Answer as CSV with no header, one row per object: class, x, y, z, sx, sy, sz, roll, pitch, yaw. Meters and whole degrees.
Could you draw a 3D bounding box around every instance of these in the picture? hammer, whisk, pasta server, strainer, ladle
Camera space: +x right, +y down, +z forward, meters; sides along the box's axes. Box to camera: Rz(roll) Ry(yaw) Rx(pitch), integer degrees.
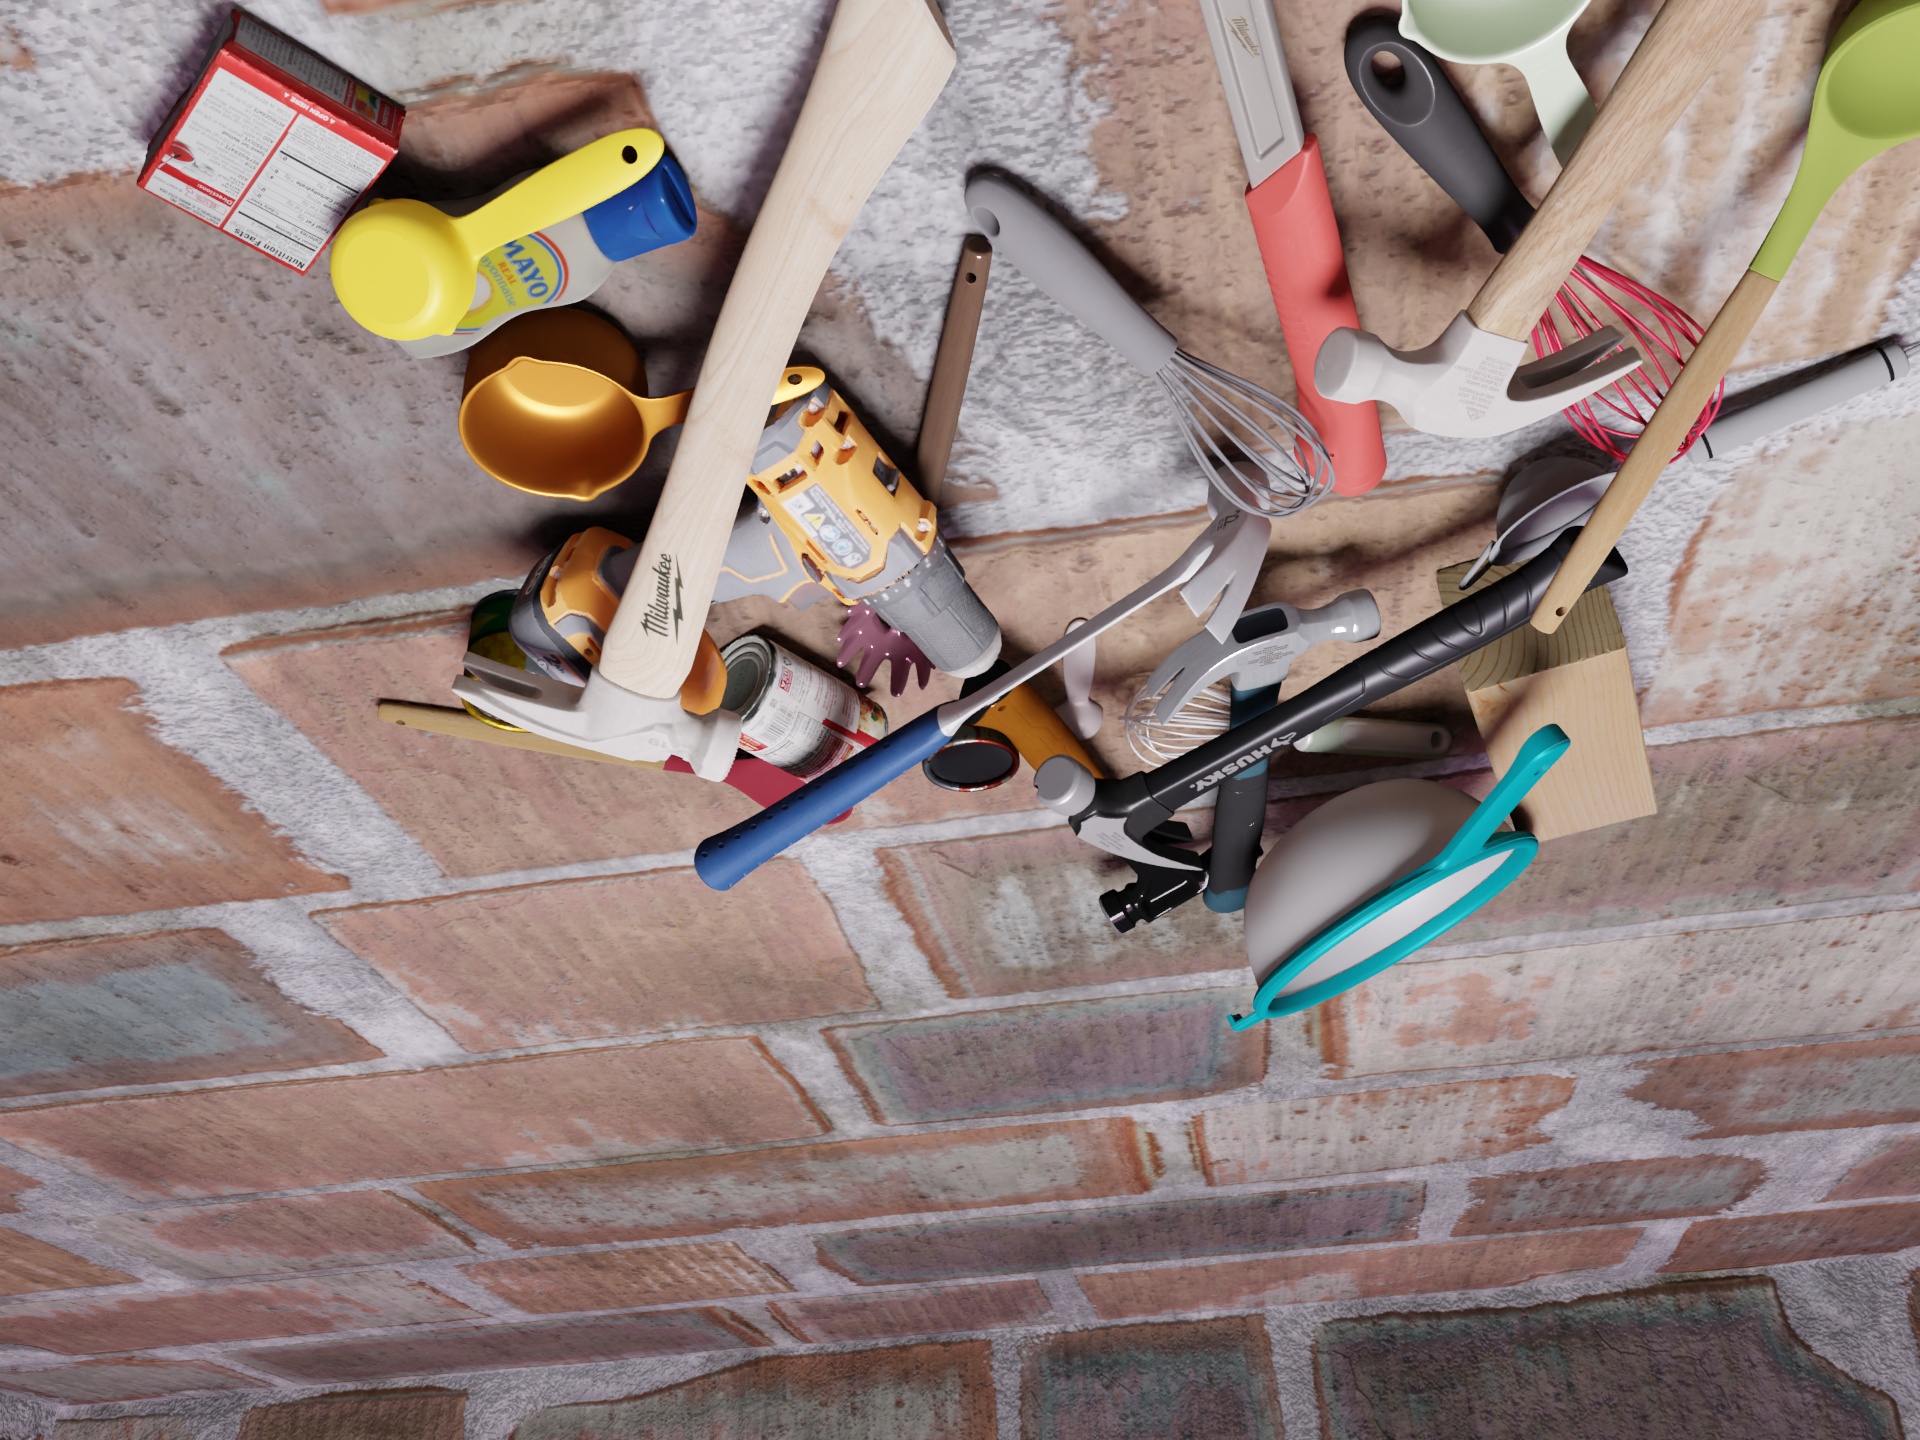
hammer,0.183,0.036,1.018,0.128,0.033,0.330,-12,146,-2
whisk,0.262,-0.208,0.717,0.073,0.073,0.295,-30,132,35
hammer,0.271,-0.246,0.608,0.130,0.031,0.331,9,133,-22
hammer,-0.114,-0.139,0.718,0.146,0.038,0.410,17,127,-15
hammer,0.214,-0.011,0.903,0.335,0.035,0.146,-31,142,22
pasta server,-0.019,-0.121,0.844,0.060,0.040,0.316,16,144,-1
hammer,0.096,0.048,1.073,0.127,0.034,0.336,-31,142,11
strainer,0.379,-0.143,0.839,0.258,0.050,0.086,-24,163,19
strainer,0.272,0.069,0.992,0.211,0.095,0.340,-21,154,-20
whisk,0.090,-0.171,0.744,0.238,0.055,0.055,36,132,-26
ladle,0.342,-0.166,0.695,0.078,0.062,0.320,13,122,-17
whisk,0.219,0.007,1.051,0.246,0.058,0.059,4,177,-18
ladle,-0.223,0.023,1.058,0.315,0.031,0.069,11,142,-17
hammer,-0.001,-0.003,0.892,0.405,0.144,0.035,-32,109,27
hammer,0.154,-0.213,0.688,0.149,0.037,0.358,7,156,27

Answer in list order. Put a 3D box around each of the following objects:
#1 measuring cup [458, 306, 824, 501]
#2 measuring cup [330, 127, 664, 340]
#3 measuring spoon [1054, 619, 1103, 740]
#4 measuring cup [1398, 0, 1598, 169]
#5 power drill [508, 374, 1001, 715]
measuring cup,-0.152,-0.163,0.760,0.173,0.052,0.095,-11,145,2
measuring cup,-0.191,-0.204,0.651,0.156,0.029,0.062,-20,110,18
measuring spoon,0.076,-0.022,1.018,0.034,0.018,0.124,-3,146,1
measuring cup,0.227,-0.273,0.631,0.083,0.038,0.167,-23,144,27
power drill,-0.105,-0.062,0.855,0.226,0.084,0.185,-26,122,28
